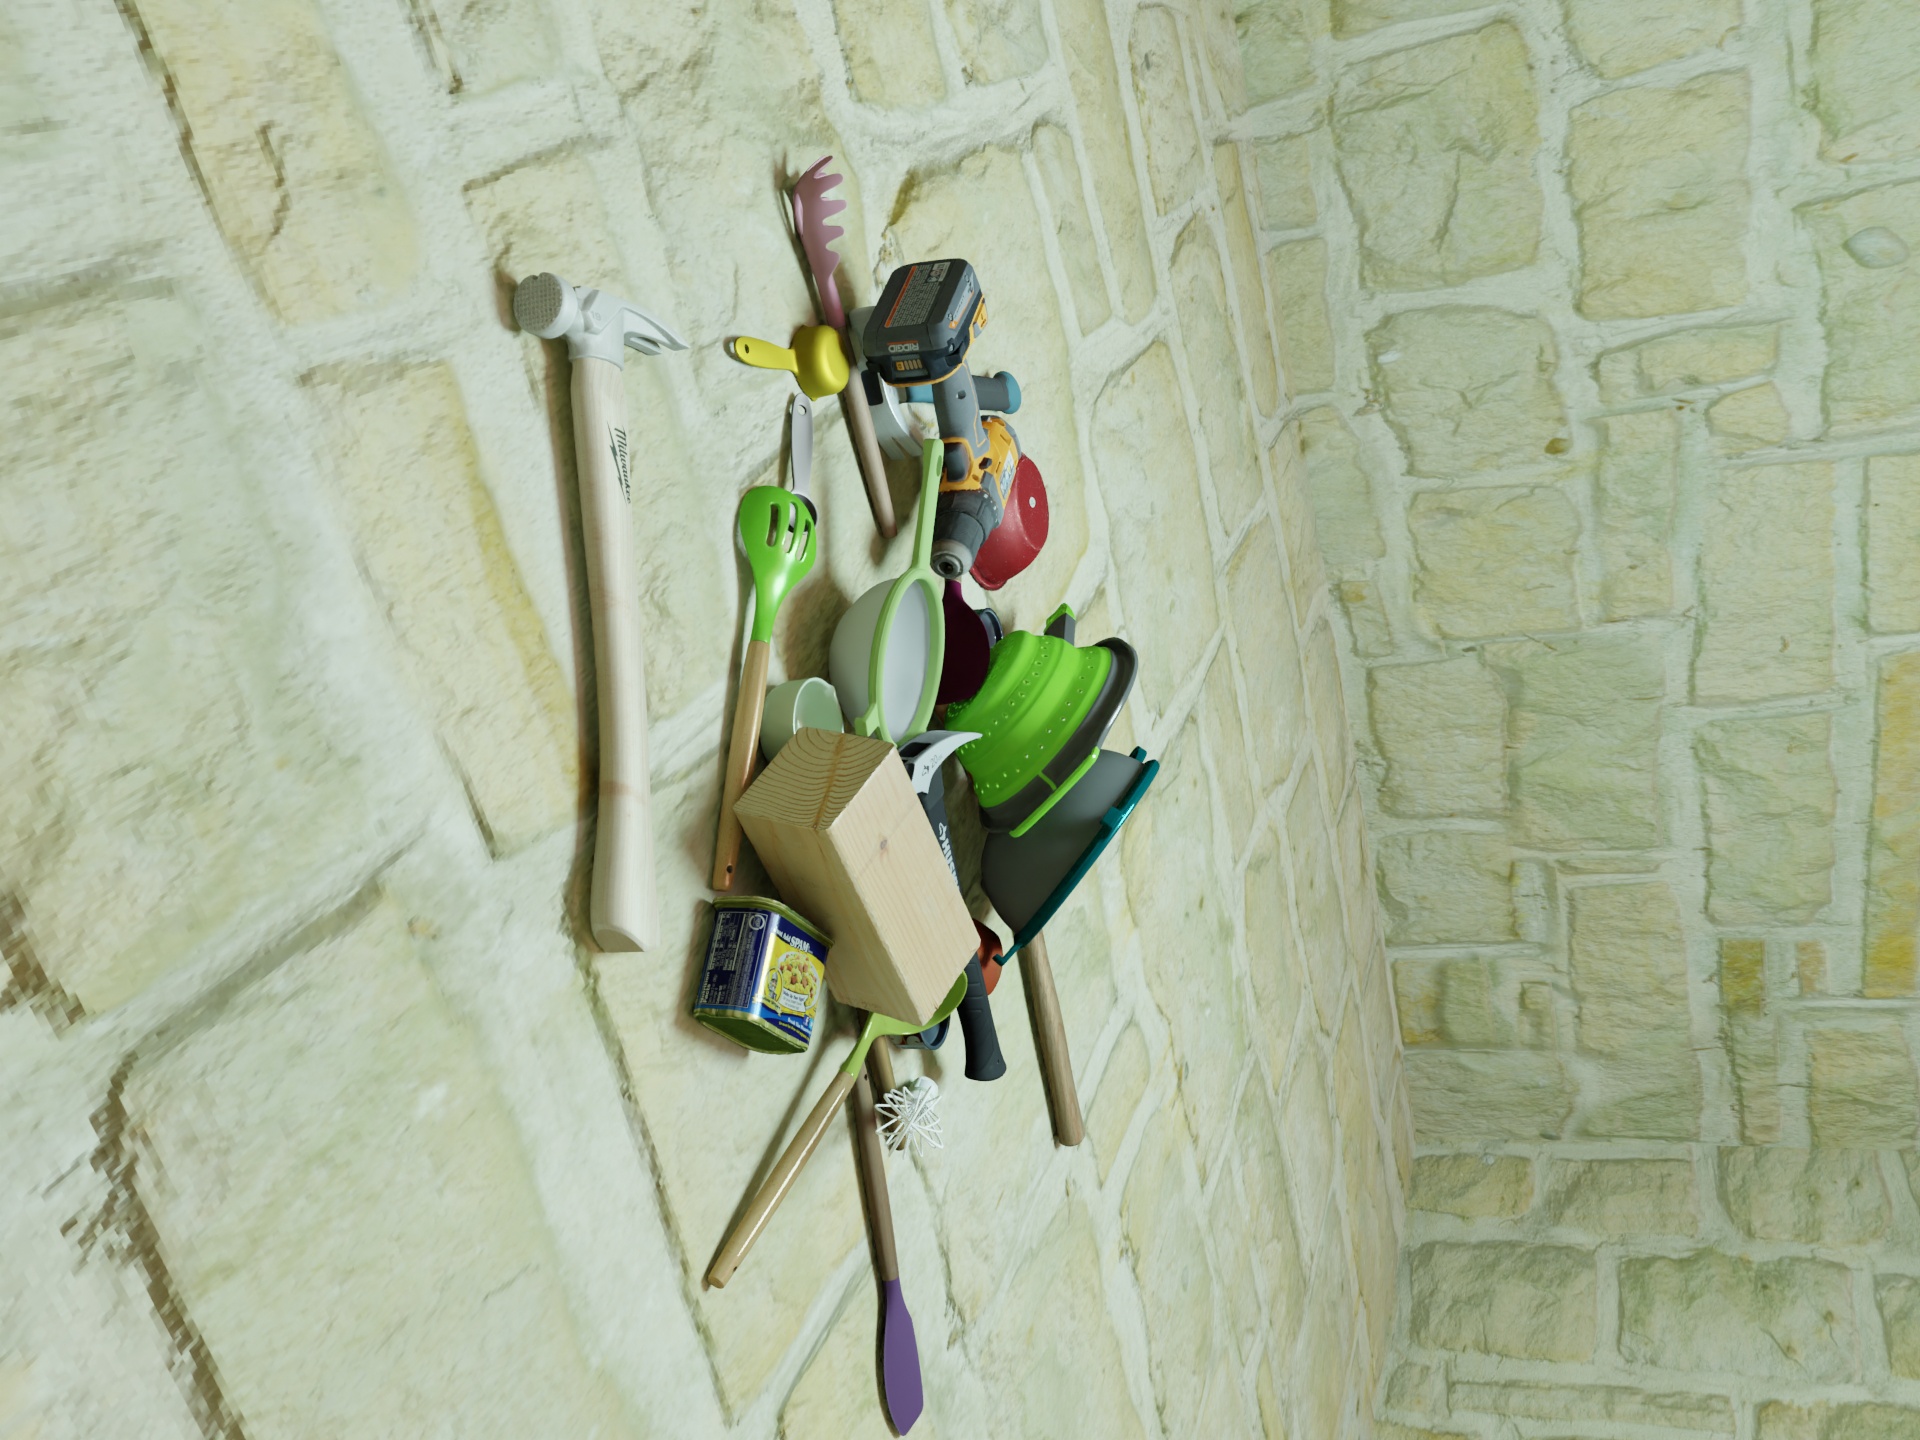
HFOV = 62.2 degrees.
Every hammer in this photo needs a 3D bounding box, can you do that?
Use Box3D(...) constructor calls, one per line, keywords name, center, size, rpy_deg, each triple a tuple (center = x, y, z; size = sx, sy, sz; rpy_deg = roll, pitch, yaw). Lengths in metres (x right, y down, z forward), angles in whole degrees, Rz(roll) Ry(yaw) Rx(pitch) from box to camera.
Box3D(name="hammer", center=(-0.003, 0.163, 1.318), size=(0.146, 0.035, 0.334), rpy_deg=(-48, 134, -49))
Box3D(name="hammer", center=(-0.013, -0.313, 1.499), size=(0.331, 0.033, 0.128), rpy_deg=(-22, 105, -65))
Box3D(name="hammer", center=(0.086, 0.278, 1.612), size=(0.130, 0.031, 0.331), rpy_deg=(-42, 123, -61))
Box3D(name="hammer", center=(-0.212, -0.062, 1.002), size=(0.146, 0.038, 0.411), rpy_deg=(0, 86, -67))

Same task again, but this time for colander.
Box3D(name="colander", center=(0.059, -0.045, 1.450), size=(0.094, 0.204, 0.397), rpy_deg=(38, 23, -13))

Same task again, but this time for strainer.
Box3D(name="strainer", center=(-0.060, -0.102, 1.277), size=(0.151, 0.069, 0.256), rpy_deg=(20, 77, -73))
Box3D(name="strainer", center=(0.102, 0.074, 1.497), size=(0.095, 0.211, 0.340), rpy_deg=(36, 28, 3))

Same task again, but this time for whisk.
Box3D(name="whisk", center=(-0.033, 0.300, 1.237), size=(0.059, 0.058, 0.246), rpy_deg=(-58, 175, -5))

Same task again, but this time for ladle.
Box3D(name="ladle", center=(-0.085, 0.285, 1.163), size=(0.320, 0.062, 0.078), rpy_deg=(-54, 154, -45))
Box3D(name="ladle", center=(-0.081, 0.208, 1.259), size=(0.069, 0.031, 0.315), rpy_deg=(-45, 128, -57))

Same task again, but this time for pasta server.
Box3D(name="pasta server", center=(-0.088, -0.303, 1.323), size=(0.060, 0.040, 0.316), rpy_deg=(-134, -153, -63))

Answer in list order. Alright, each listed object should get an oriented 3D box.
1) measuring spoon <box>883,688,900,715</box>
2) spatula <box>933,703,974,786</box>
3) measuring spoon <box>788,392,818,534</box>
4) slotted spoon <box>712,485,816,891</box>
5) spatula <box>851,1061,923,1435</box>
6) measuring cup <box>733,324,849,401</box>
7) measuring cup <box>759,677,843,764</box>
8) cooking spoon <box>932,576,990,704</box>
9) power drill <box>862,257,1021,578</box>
Box3D(name="measuring spoon", center=(-0.036, -0.022, 1.383), size=(0.128, 0.021, 0.042), rpy_deg=(-36, 117, -50))
Box3D(name="spatula", center=(-0.002, -0.005, 1.456), size=(0.322, 0.041, 0.081), rpy_deg=(57, 37, -45))
Box3D(name="measuring spoon", center=(-0.128, -0.200, 1.242), size=(0.034, 0.018, 0.124), rpy_deg=(16, 64, -37))
Box3D(name="slotted spoon", center=(-0.147, -0.030, 1.147), size=(0.070, 0.031, 0.314), rpy_deg=(21, 67, -37))
Box3D(name="spatula", center=(-0.061, 0.421, 1.269), size=(0.060, 0.018, 0.316), rpy_deg=(-25, 109, -64))
Box3D(name="measuring cup", center=(-0.128, -0.284, 1.236), size=(0.156, 0.029, 0.062), rpy_deg=(-19, 103, -68))
Box3D(name="measuring cup", center=(-0.106, 0.036, 1.220), size=(0.167, 0.038, 0.083), rpy_deg=(64, 32, -43))
Box3D(name="cooking spoon", center=(-0.006, -0.140, 1.430), size=(0.017, 0.069, 0.319), rpy_deg=(61, 22, -49))
Box3D(name="power drill", center=(-0.012, -0.249, 1.349), size=(0.226, 0.084, 0.185), rpy_deg=(70, 27, -42))
